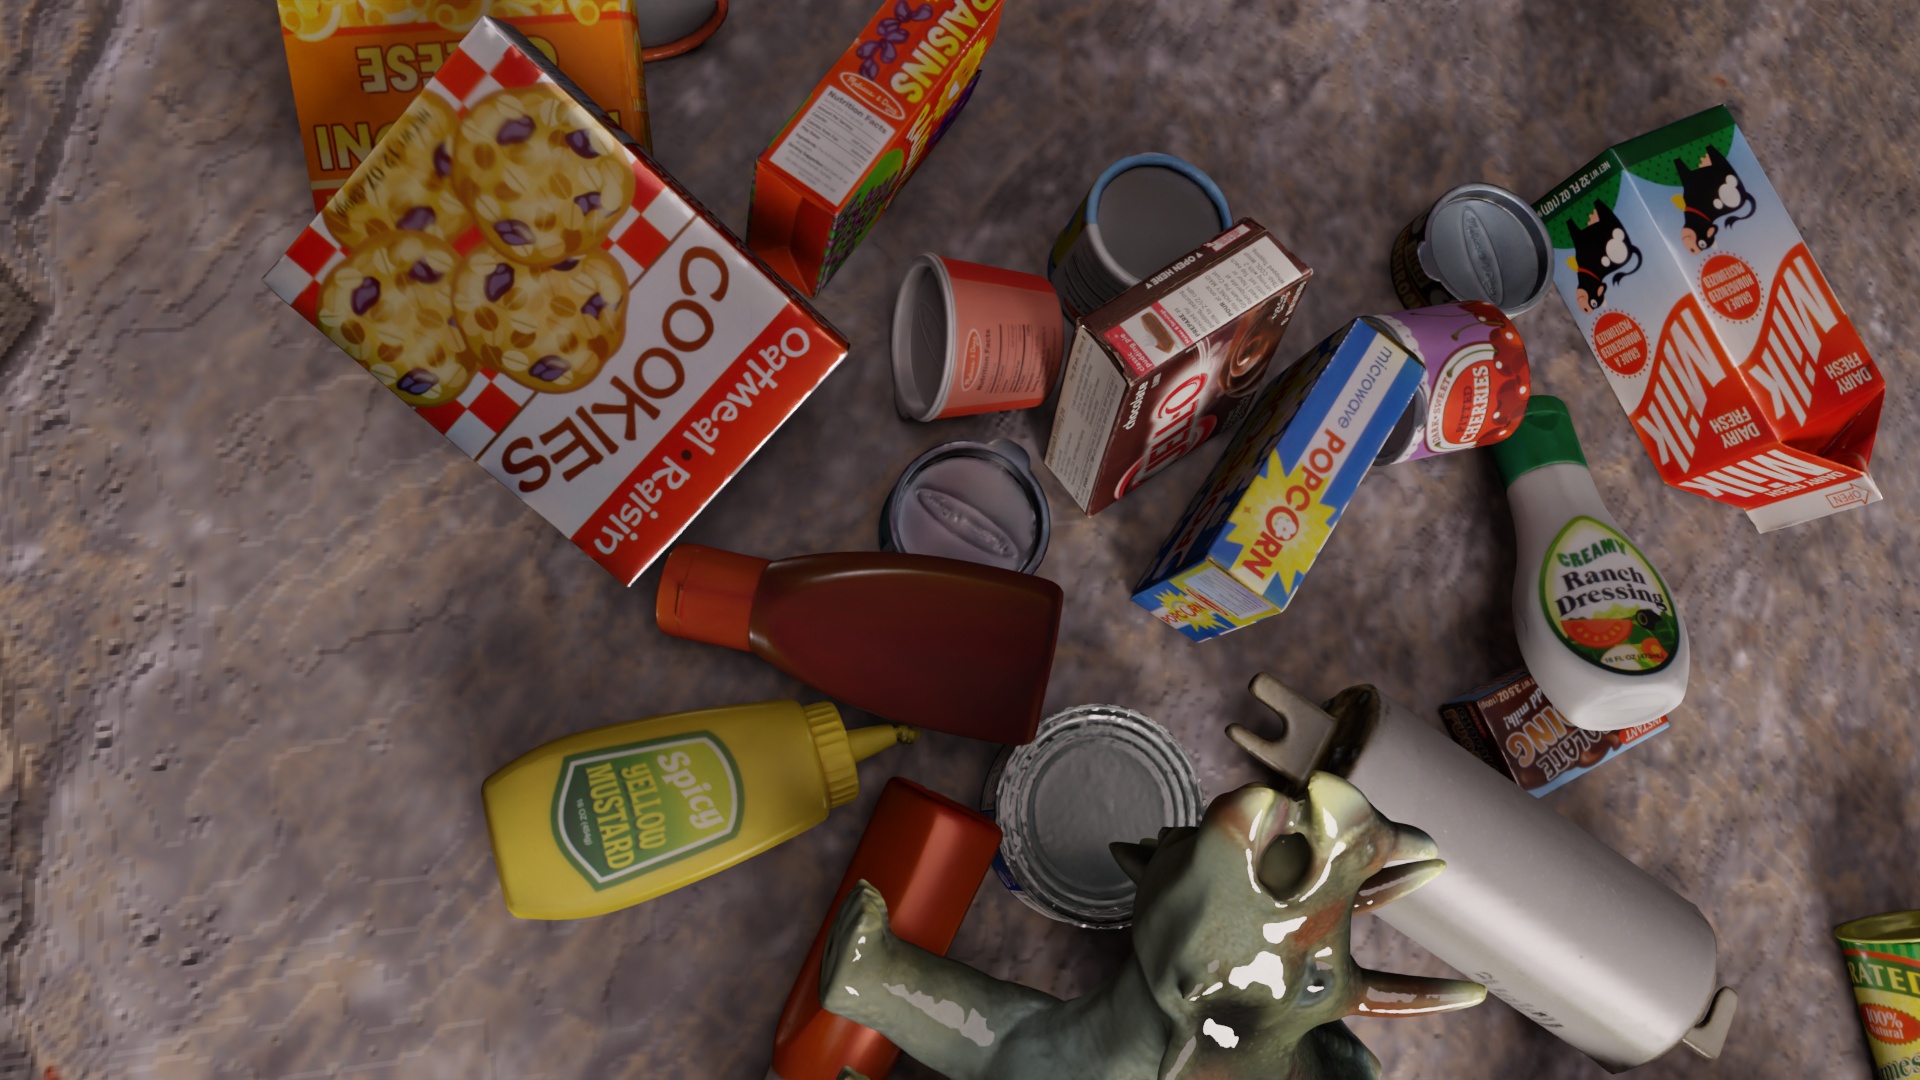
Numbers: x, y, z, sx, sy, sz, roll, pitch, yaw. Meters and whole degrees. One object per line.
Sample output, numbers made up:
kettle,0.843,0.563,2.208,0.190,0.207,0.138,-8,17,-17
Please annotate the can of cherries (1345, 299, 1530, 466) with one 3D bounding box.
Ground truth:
can of cherries,0.206,-0.068,0.608,0.058,0.071,0.071,-10,80,-16

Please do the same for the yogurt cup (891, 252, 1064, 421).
yogurt cup,0.007,-0.082,0.570,0.054,0.072,0.072,-1,78,-21

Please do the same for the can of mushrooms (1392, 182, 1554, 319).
can of mushrooms,0.236,-0.130,0.648,0.071,0.033,0.071,3,77,-13

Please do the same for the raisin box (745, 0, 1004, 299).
raisin box,-0.035,-0.169,0.568,0.040,0.086,0.124,34,72,-2

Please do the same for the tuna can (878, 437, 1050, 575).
tuna can,0.002,-0.007,0.566,0.071,0.032,0.071,3,77,-12

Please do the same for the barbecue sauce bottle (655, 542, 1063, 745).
barbecue sauce bottle,-0.039,0.032,0.525,0.148,0.044,0.064,11,100,6

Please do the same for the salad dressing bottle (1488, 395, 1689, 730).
salad dressing bottle,0.263,0.006,0.598,0.064,0.043,0.148,-6,58,1

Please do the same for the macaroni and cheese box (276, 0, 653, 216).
macaroni and cheese box,-0.183,-0.191,0.518,0.124,0.040,0.166,-4,105,-3

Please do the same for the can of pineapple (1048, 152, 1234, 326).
can of pineapple,0.078,-0.126,0.598,0.071,0.057,0.071,3,76,-12

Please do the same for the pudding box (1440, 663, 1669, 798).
pudding box,0.259,0.077,0.606,0.084,0.030,0.049,-22,83,-16

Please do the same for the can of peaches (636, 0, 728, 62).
can of peaches,-0.132,-0.240,0.572,0.071,0.071,0.058,-14,81,-15

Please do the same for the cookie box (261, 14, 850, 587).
cookie box,-0.142,-0.083,0.508,0.167,0.040,0.123,42,98,-12

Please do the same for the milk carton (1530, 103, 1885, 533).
milk carton,0.351,-0.096,0.646,0.073,0.072,0.190,-23,83,-17

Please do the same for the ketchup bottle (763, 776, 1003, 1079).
ketchup bottle,-0.036,0.162,0.504,0.043,0.064,0.149,28,81,-16

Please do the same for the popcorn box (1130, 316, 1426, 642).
popcorn box,0.130,-0.023,0.571,0.038,0.085,0.127,37,72,-4

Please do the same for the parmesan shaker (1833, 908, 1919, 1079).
parmesan shaker,0.427,0.215,0.591,0.071,0.071,0.103,-8,79,-15

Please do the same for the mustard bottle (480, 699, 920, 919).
mustard bottle,-0.090,0.090,0.513,0.160,0.048,0.065,-15,83,-16
